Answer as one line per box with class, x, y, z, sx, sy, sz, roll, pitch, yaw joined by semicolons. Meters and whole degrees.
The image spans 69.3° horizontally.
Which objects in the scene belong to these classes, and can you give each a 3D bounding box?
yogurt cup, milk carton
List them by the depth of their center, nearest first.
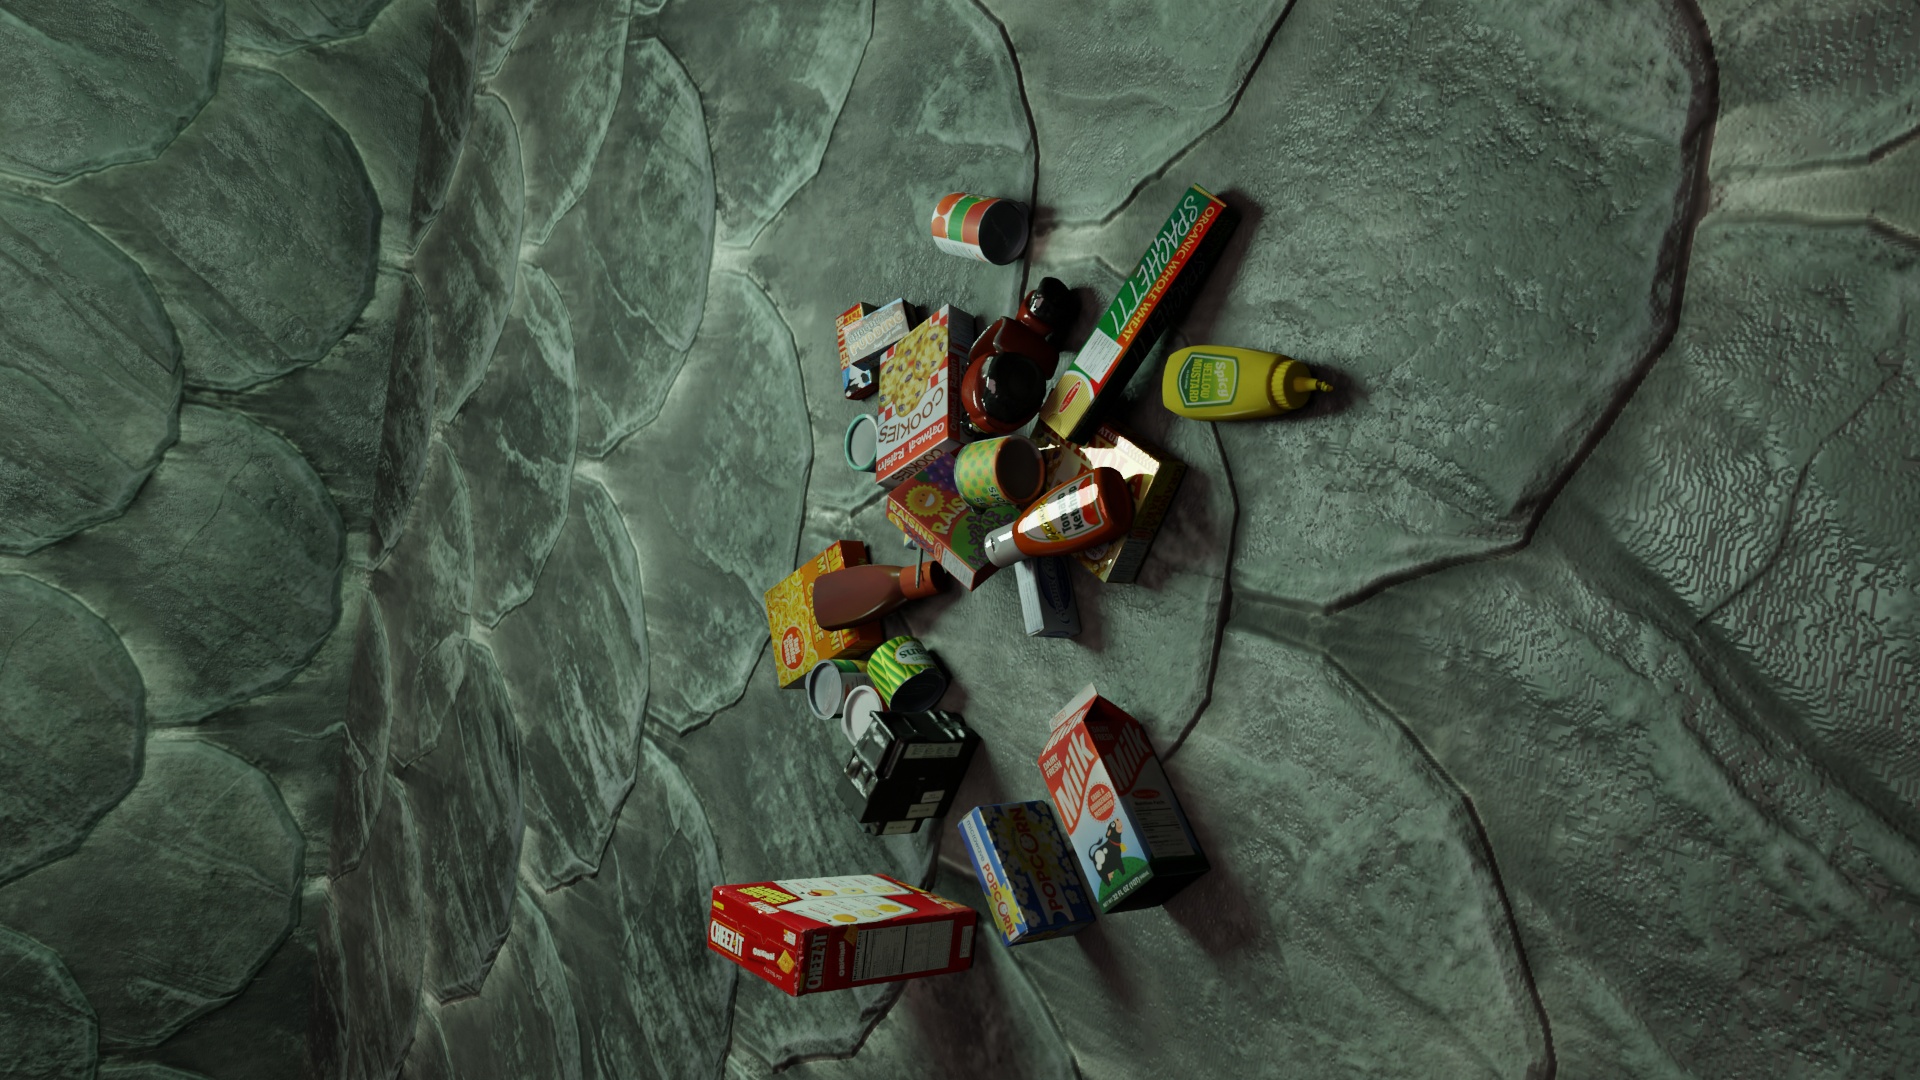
milk carton;0.133;0.222;1.219;0.072;0.073;0.191;-48;51;35
yogurt cup;-0.085;0.190;1.495;0.072;0.054;0.072;-8;80;49

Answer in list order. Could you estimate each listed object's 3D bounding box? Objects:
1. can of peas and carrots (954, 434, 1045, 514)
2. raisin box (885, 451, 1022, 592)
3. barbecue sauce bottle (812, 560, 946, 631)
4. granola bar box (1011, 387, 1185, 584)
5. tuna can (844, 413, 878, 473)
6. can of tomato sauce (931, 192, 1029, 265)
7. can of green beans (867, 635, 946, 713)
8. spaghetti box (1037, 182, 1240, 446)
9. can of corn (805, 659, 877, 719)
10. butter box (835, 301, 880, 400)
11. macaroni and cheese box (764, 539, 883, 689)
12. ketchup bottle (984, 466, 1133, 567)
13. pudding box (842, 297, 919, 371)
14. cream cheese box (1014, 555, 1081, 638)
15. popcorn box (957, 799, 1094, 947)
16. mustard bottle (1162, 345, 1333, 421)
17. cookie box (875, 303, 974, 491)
can of peas and carrots;0.037;-0.062;1.310;0.058;0.071;0.071;-7;80;49
raisin box;-0.001;-0.020;1.366;0.123;0.086;0.039;41;152;20
barbecue sauce bottle;-0.087;0.054;1.489;0.148;0.043;0.065;-14;71;26
granola bar box;0.122;-0.052;1.293;0.166;0.039;0.123;42;116;44
tuna can;-0.100;-0.108;1.567;0.071;0.033;0.071;-8;79;49
can of tomato sauce;0.021;-0.323;1.426;0.083;0.071;0.071;25;105;49
can of green beans;-0.057;0.142;1.458;0.058;0.071;0.071;53;124;39
spaghetti box;0.158;-0.199;1.244;0.249;0.028;0.050;-56;47;15
can of corn;-0.130;0.165;1.547;0.071;0.058;0.071;-8;80;49
butter box;-0.115;-0.218;1.605;0.053;0.024;0.104;-25;67;45
macaroni and cheese box;-0.160;0.087;1.607;0.165;0.040;0.124;-33;62;43
ketchup bottle;0.086;-0.014;1.255;0.148;0.043;0.065;-25;66;40
pudding box;-0.086;-0.230;1.549;0.083;0.030;0.050;-23;67;24
cream cheese box;0.080;0.040;1.320;0.024;0.053;0.104;-27;65;43
popcorn box;0.060;0.306;1.285;0.038;0.085;0.127;-49;52;36
mustard bottle;0.240;-0.131;1.155;0.160;0.049;0.065;7;92;50
cookie box;-0.036;-0.147;1.466;0.122;0.040;0.168;-30;50;43
